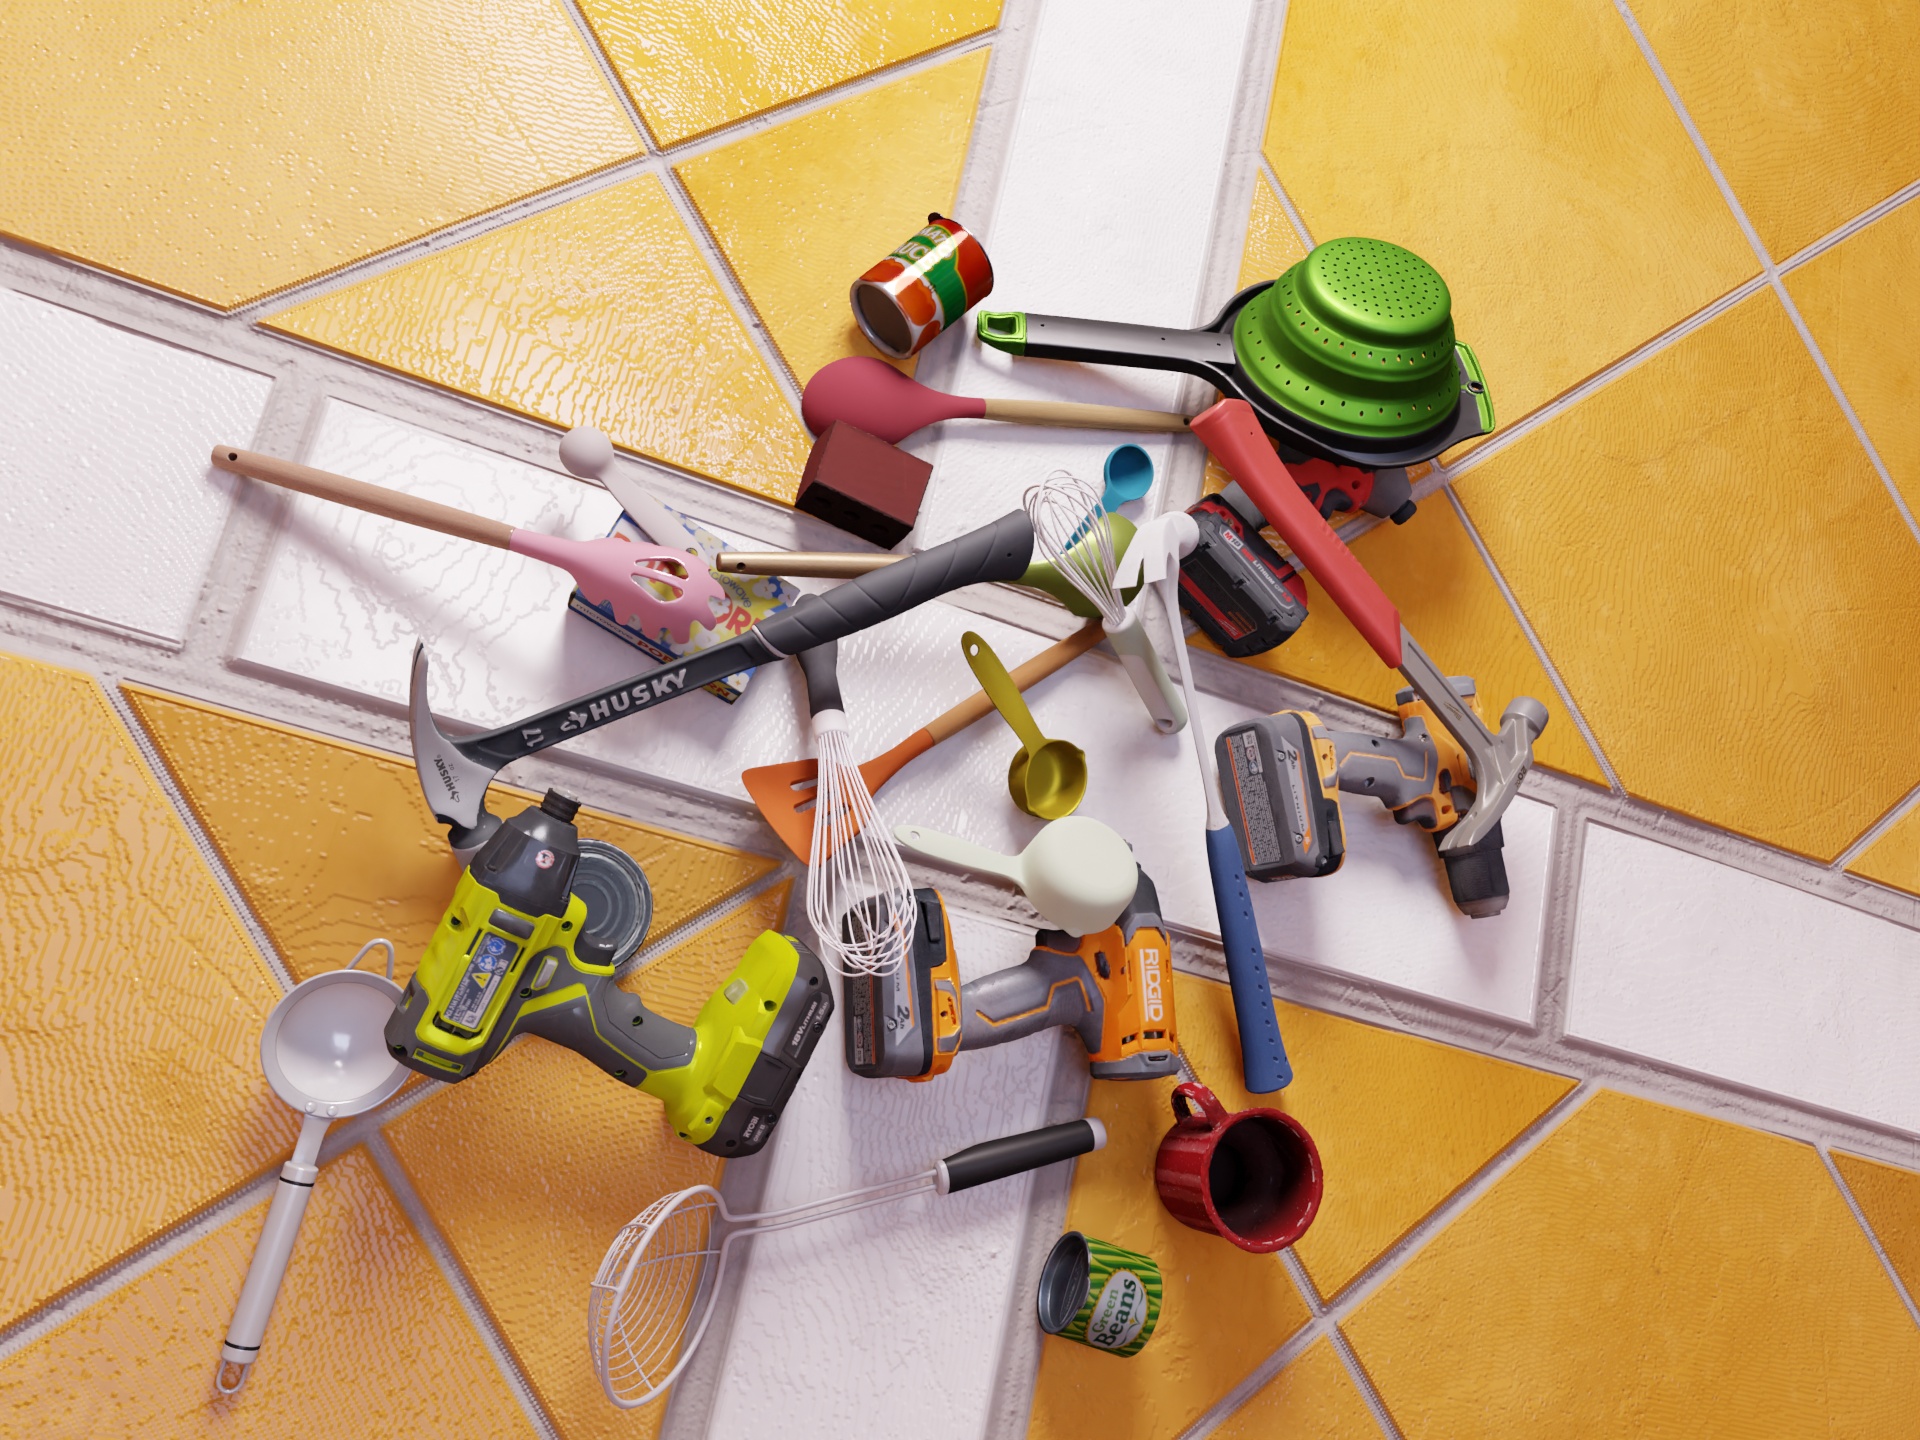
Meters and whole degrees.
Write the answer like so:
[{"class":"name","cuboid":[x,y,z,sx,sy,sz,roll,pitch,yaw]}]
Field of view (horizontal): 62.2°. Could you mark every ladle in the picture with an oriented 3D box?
[{"class":"ladle","cuboid":[-0.012,-0.108,1.089,0.320,0.062,0.078,-1,119,-23]},{"class":"ladle","cuboid":[0.039,-0.225,1.163,0.315,0.031,0.069,-1,89,-24]}]

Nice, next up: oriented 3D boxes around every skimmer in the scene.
[{"class":"skimmer","cuboid":[-0.054,0.316,0.981,0.363,0.090,0.127,-8,115,-25]}]

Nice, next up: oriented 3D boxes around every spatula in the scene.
[{"class":"spatula","cuboid":[-0.002,-0.003,1.093,0.322,0.041,0.081,-32,75,-25]}]

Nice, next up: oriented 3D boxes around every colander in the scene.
[{"class":"colander","cuboid":[0.213,-0.295,1.165,0.397,0.094,0.205,4,52,-7]}]

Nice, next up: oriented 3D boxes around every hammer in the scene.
[{"class":"hammer","cuboid":[-0.137,-0.046,0.979,0.409,0.036,0.149,-23,122,-15]},{"class":"hammer","cuboid":[0.172,0.063,1.090,0.035,0.144,0.405,-10,100,21]},{"class":"hammer","cuboid":[0.284,-0.079,1.139,0.359,0.037,0.149,48,59,-10]}]

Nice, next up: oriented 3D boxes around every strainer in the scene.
[{"class":"strainer","cuboid":[-0.372,0.247,0.898,0.086,0.050,0.258,21,78,-28]}]

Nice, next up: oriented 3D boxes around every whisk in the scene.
[{"class":"whisk","cuboid":[0.106,-0.074,1.093,0.246,0.058,0.059,56,48,-38]},{"class":"whisk","cuboid":[-0.078,0.031,1.005,0.070,0.070,0.285,1,55,-21]}]

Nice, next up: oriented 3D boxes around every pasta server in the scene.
[{"class":"pasta server","cuboid":[-0.301,-0.116,0.979,0.316,0.040,0.060,16,74,-3]}]

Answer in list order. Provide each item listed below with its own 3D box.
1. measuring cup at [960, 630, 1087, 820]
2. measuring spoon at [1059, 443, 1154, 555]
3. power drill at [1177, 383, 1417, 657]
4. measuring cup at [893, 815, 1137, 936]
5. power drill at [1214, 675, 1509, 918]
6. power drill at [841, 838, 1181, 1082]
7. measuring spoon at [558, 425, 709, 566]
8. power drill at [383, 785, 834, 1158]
[{"class":"measuring cup","cuboid":[0.035,0.002,1.088,0.062,0.029,0.156,-44,116,-25]},{"class":"measuring spoon","cuboid":[0.098,-0.150,1.178,0.042,0.021,0.128,40,76,-25]},{"class":"power drill","cuboid":[0.255,-0.156,1.208,0.143,0.078,0.220,45,64,-7]},{"class":"measuring cup","cuboid":[0.039,0.085,1.023,0.167,0.038,0.083,17,46,-19]},{"class":"power drill","cuboid":[0.313,0.068,1.183,0.226,0.084,0.185,-7,83,-27]},{"class":"power drill","cuboid":[0.039,0.159,1.057,0.226,0.084,0.164,3,76,-24]},{"class":"measuring spoon","cuboid":[-0.204,-0.141,1.011,0.124,0.018,0.034,45,68,-4]},{"class":"power drill","cuboid":[-0.195,0.152,0.930,0.223,0.080,0.171,28,87,-25]}]
